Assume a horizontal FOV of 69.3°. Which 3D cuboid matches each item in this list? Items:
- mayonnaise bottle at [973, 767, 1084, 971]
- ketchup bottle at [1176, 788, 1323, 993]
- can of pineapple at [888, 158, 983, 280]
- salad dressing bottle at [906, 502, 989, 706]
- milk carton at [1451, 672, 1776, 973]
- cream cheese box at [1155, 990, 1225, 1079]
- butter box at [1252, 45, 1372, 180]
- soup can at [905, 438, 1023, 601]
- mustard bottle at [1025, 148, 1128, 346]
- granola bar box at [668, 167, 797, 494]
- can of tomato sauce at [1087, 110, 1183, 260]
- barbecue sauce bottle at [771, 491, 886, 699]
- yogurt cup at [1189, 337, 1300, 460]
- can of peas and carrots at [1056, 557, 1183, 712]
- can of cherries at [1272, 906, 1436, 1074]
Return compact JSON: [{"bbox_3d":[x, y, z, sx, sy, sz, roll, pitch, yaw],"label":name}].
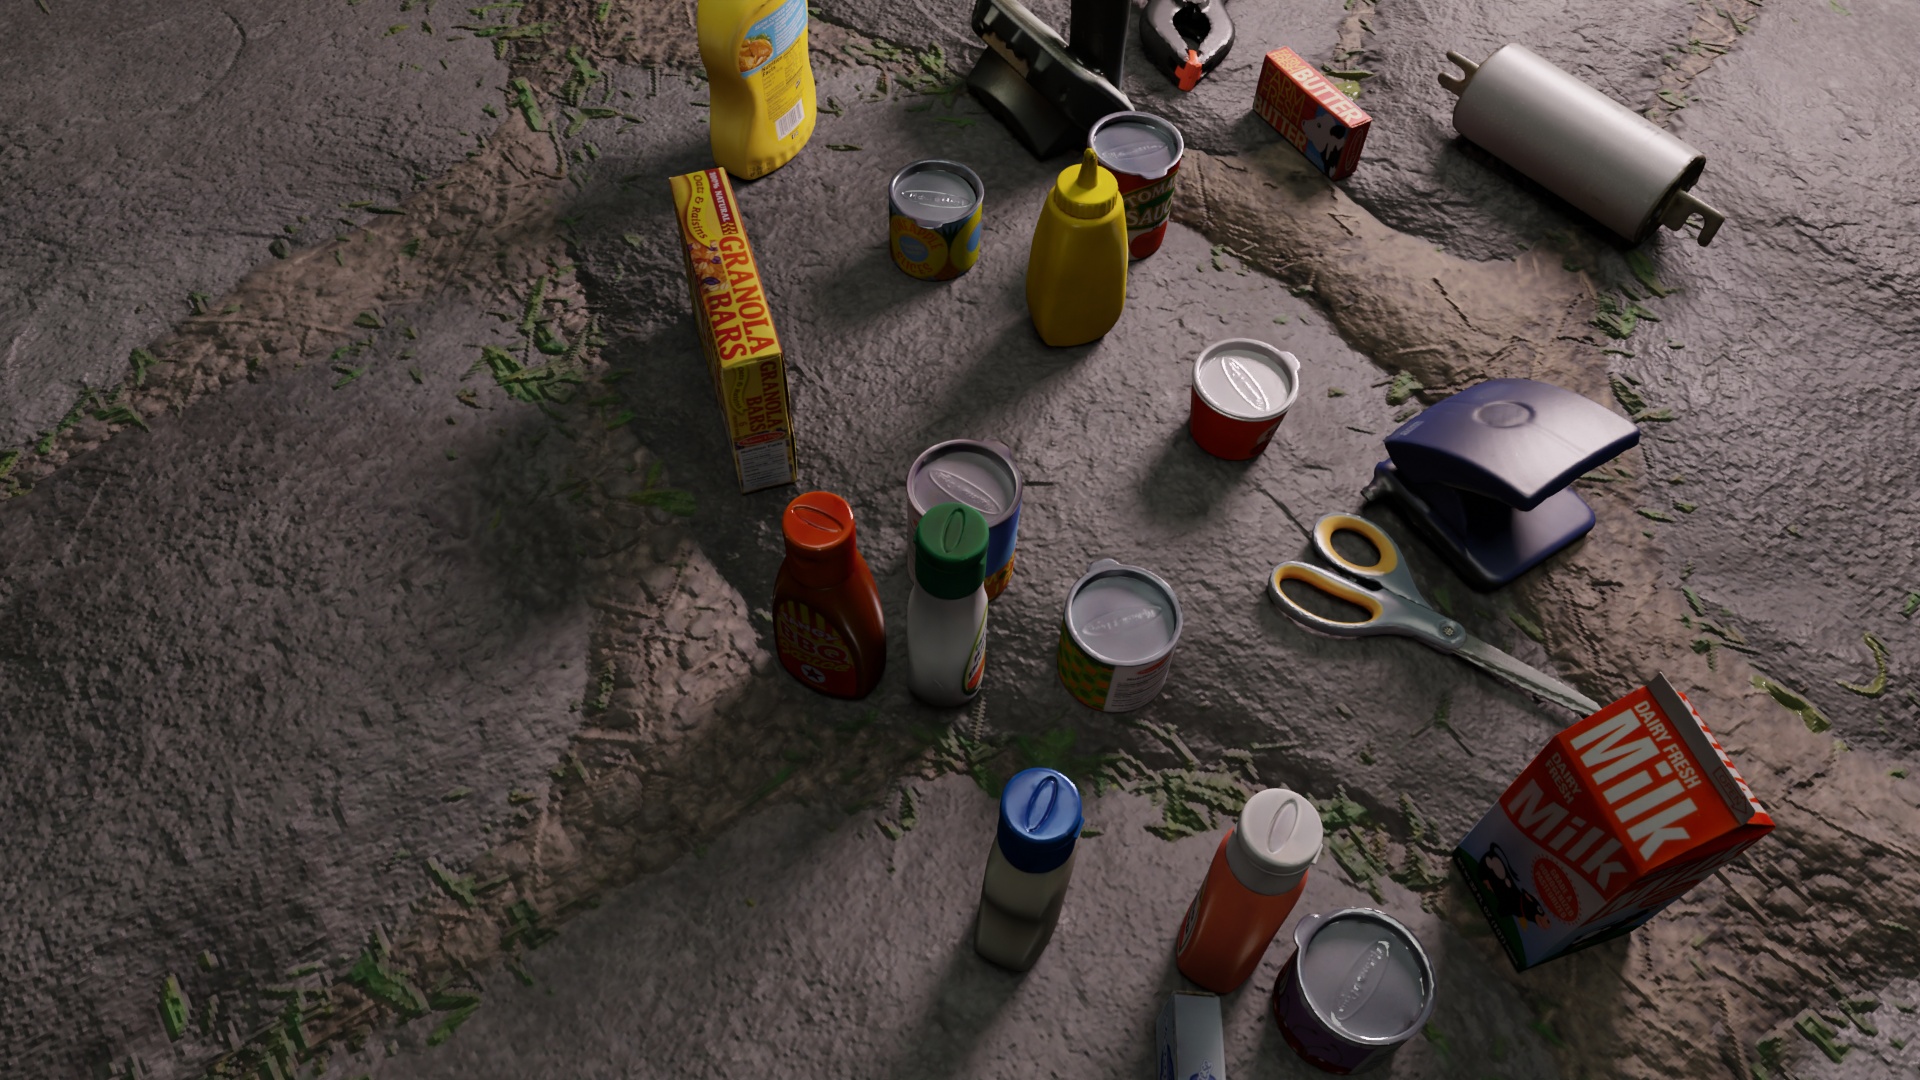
[{"bbox_3d":[0.033,0.156,0.667,0.041,0.147,0.065,20,57,11],"label":"mayonnaise bottle"},{"bbox_3d":[0.139,0.166,0.664,0.043,0.148,0.065,25,58,14],"label":"ketchup bottle"},{"bbox_3d":[-0.019,-0.225,0.983,0.071,0.057,0.071,1,55,-1],"label":"can of pineapple"},{"bbox_3d":[-0.006,0.036,0.748,0.044,0.147,0.064,12,56,6],"label":"salad dressing bottle"},{"bbox_3d":[0.313,0.137,0.666,0.073,0.189,0.072,-15,58,-12],"label":"milk carton"},{"bbox_3d":[0.108,0.270,0.648,0.024,0.053,0.104,3,55,0],"label":"cream cheese box"},{"bbox_3d":[0.268,-0.329,1.069,0.024,0.052,0.104,-26,60,-18],"label":"butter box"},{"bbox_3d":[0.003,-0.010,0.820,0.071,0.083,0.072,1,56,-1],"label":"soup can"},{"bbox_3d":[0.079,-0.195,0.904,0.065,0.159,0.049,-13,57,-11],"label":"mustard bottle"},{"bbox_3d":[-0.142,-0.132,0.873,0.039,0.123,0.166,-13,57,-11],"label":"granola bar box"},{"bbox_3d":[0.121,-0.250,0.990,0.071,0.082,0.071,1,56,-1],"label":"can of tomato sauce"},{"bbox_3d":[-0.073,0.030,0.750,0.065,0.147,0.044,23,58,13],"label":"barbecue sauce bottle"},{"bbox_3d":[0.180,-0.089,0.899,0.072,0.053,0.073,1,55,-1],"label":"yogurt cup"},{"bbox_3d":[0.089,0.055,0.793,0.071,0.058,0.071,1,55,-1],"label":"can of peas and carrots"},{"bbox_3d":[0.190,0.220,0.683,0.071,0.058,0.072,1,55,-1],"label":"can of cherries"}]
